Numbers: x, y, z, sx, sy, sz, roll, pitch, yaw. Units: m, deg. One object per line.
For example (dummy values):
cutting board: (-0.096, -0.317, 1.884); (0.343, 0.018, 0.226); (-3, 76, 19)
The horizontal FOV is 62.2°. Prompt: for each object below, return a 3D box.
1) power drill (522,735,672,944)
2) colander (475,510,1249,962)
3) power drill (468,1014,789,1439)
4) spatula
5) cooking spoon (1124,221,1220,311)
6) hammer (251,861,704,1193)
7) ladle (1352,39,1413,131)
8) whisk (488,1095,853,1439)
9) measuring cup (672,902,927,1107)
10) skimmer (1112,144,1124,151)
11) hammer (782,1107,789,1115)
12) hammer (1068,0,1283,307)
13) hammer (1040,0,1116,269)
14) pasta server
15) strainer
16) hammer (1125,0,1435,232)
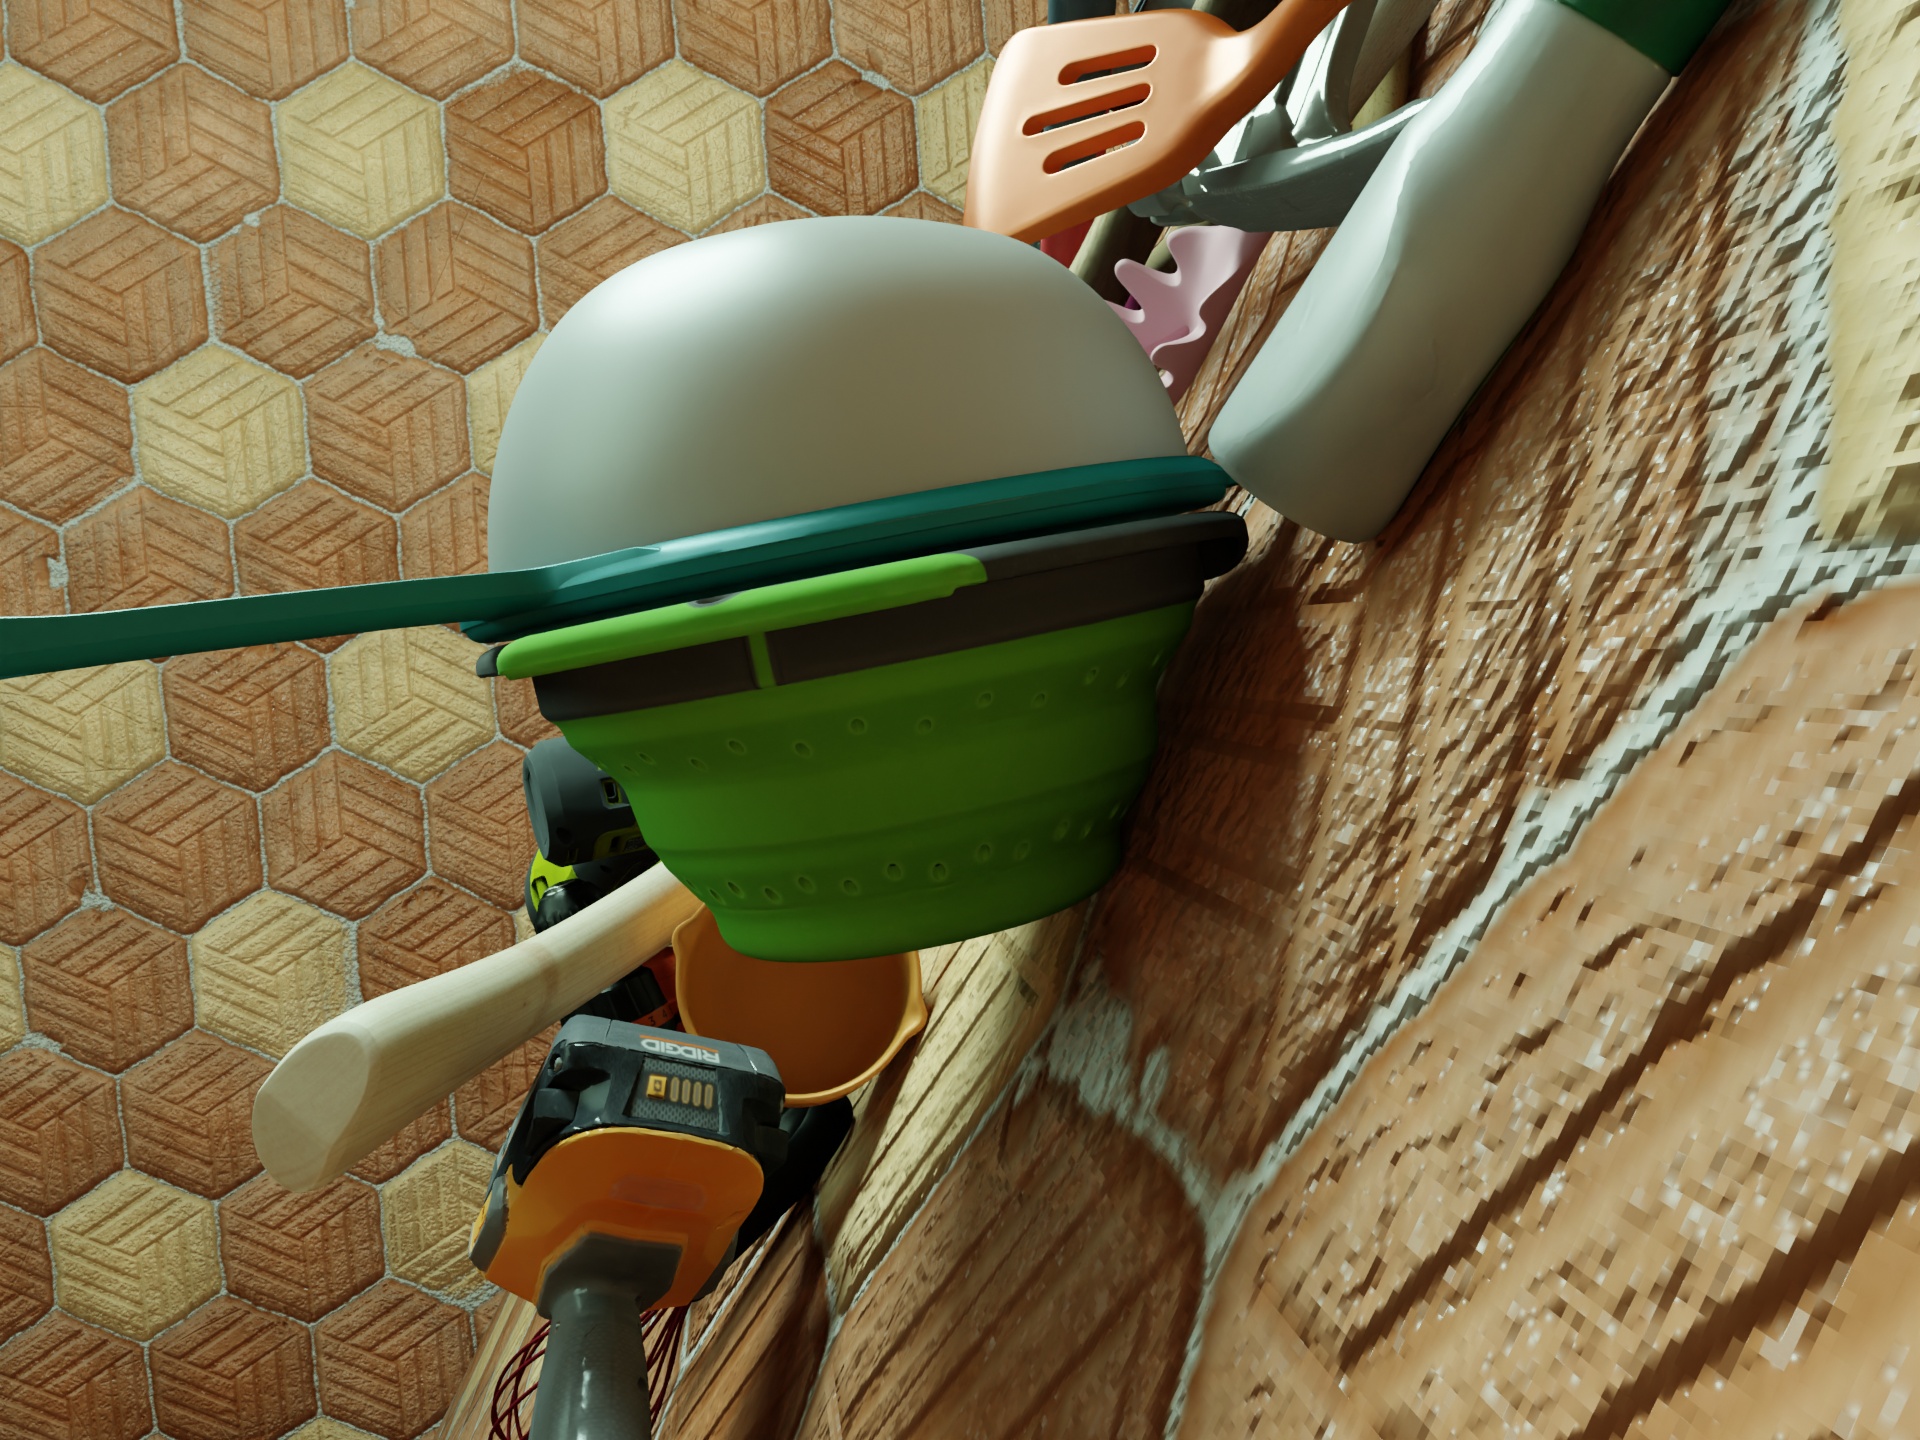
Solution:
power drill: (-0.146, 0.056, 0.874); (0.228, 0.190, 0.080); (-50, 55, 60)
colander: (-0.001, -0.002, 0.509); (0.397, 0.204, 0.094); (-28, -72, -76)
power drill: (-0.098, 0.199, 0.457); (0.226, 0.084, 0.185); (-94, 27, -43)
spatula: (0.103, -0.190, 0.352); (0.322, 0.041, 0.081); (-17, 59, 57)
cooking spoon: (0.106, -0.241, 0.835); (0.069, 0.017, 0.319); (-64, 7, 3)
hammer: (-0.107, 0.071, 0.630); (0.410, 0.038, 0.146); (-33, -27, -59)
ladle: (0.158, -0.270, 0.582); (0.069, 0.031, 0.316); (-54, 15, 48)
whisk: (-0.126, 0.247, 0.675); (0.295, 0.073, 0.073); (-52, 13, 28)
measuring cup: (-0.048, 0.062, 0.604); (0.052, 0.095, 0.174); (113, 176, -68)
skimmer: (0.017, -0.231, 0.959); (0.363, 0.090, 0.127); (-58, -25, 15)
hammer: (-0.090, 0.134, 0.864); (0.149, 0.036, 0.409); (-63, 9, 1)
hammer: (0.083, -0.226, 0.558); (0.031, 0.130, 0.331); (47, 121, 35)
hammer: (0.052, -0.232, 0.660); (0.386, 0.038, 0.143); (87, -154, -66)
pasta server: (0.117, -0.203, 0.478); (0.316, 0.040, 0.060); (-54, 32, 36)
strainer: (-0.084, -0.074, 0.396); (0.211, 0.340, 0.095); (-6, 95, 47)
hammer: (0.147, -0.307, 0.426); (0.149, 0.036, 0.359); (23, 94, 62)
